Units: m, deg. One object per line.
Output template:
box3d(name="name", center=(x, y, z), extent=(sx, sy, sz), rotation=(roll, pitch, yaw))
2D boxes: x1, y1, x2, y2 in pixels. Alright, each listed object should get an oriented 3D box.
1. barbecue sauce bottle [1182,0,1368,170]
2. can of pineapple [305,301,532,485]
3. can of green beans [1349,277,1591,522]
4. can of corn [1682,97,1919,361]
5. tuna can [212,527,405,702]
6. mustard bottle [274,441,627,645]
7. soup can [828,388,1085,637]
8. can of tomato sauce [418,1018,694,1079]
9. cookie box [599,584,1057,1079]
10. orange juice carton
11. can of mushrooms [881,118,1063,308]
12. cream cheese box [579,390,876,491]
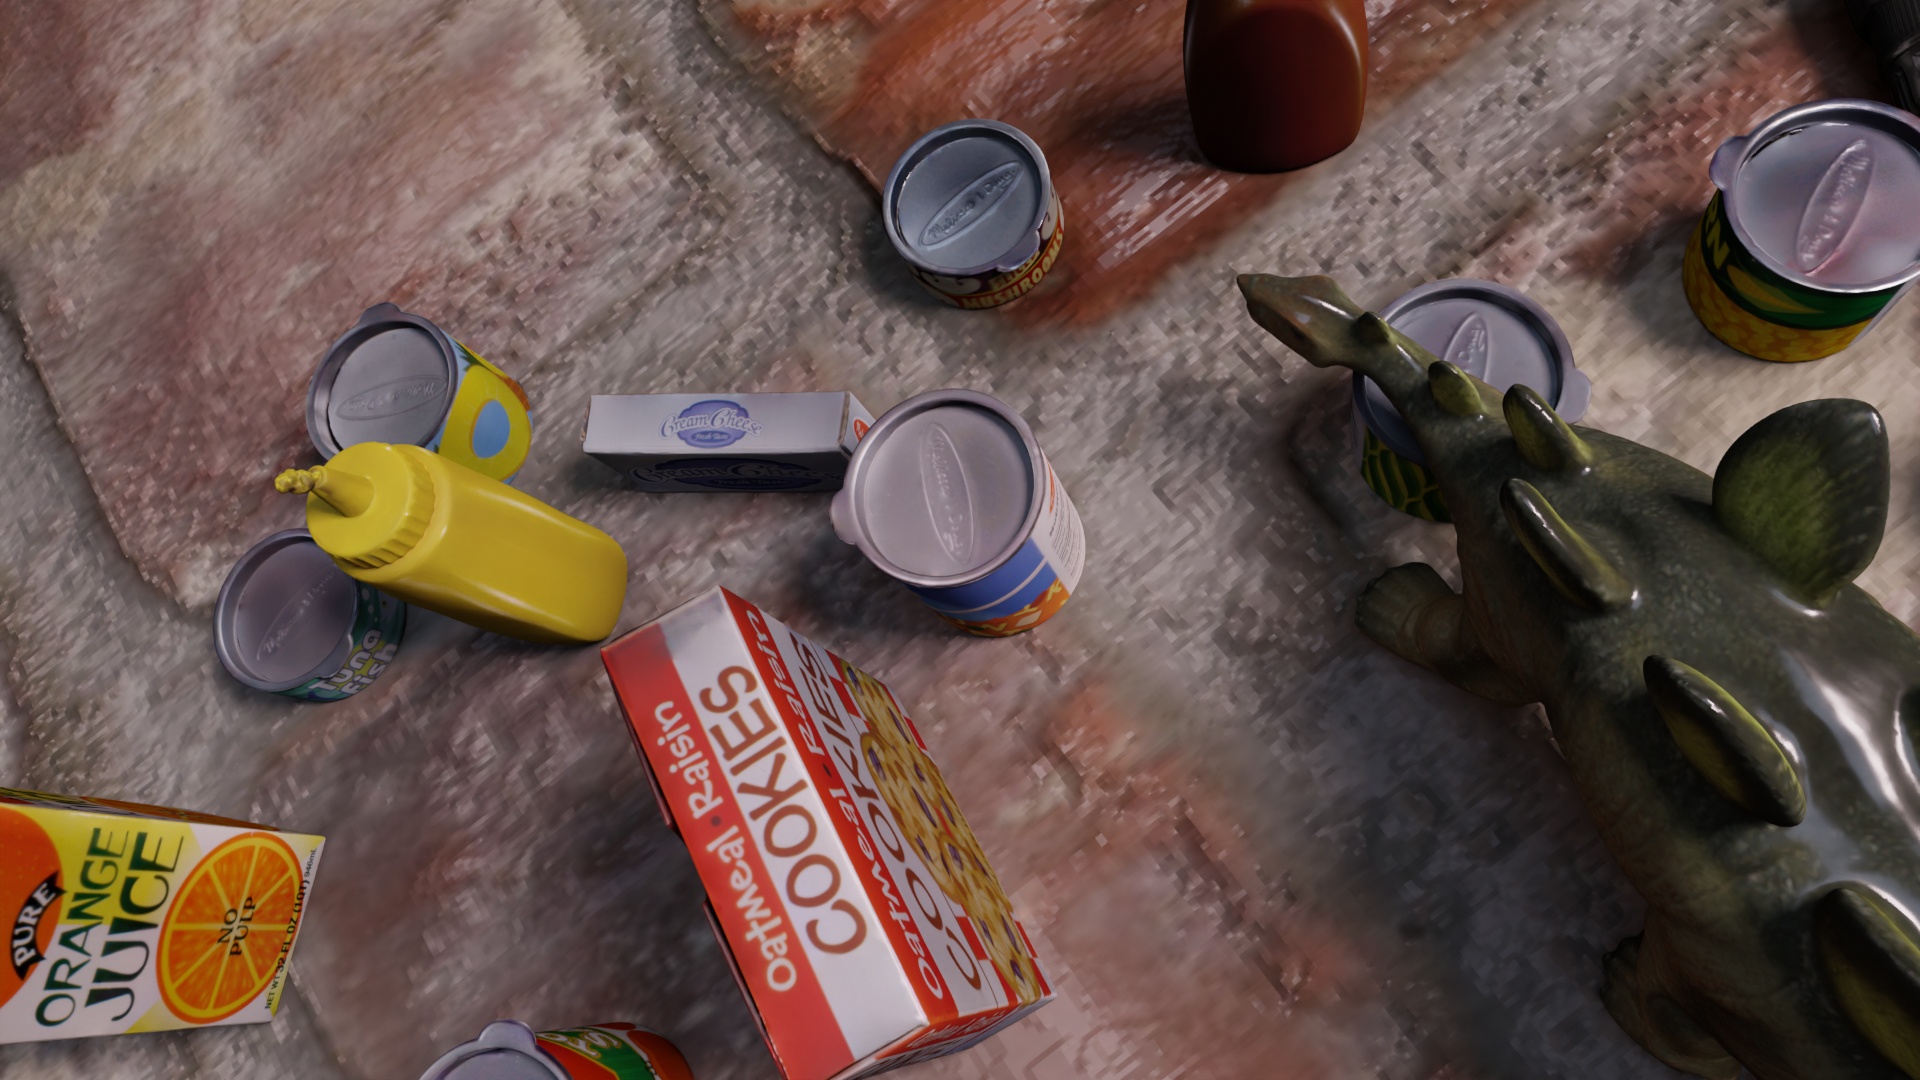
box3d(name="barbecue sauce bottle", center=(0.105, -0.180, 0.468), extent=(0.065, 0.148, 0.044), rotation=(-3, 74, 14))
box3d(name="can of pineapple", center=(-0.215, -0.052, 0.559), extent=(0.071, 0.057, 0.071), rotation=(-4, 73, 13))
box3d(name="can of green beans", center=(0.164, -0.045, 0.461), extent=(0.071, 0.057, 0.071), rotation=(-4, 73, 13))
box3d(name="can of corn", center=(0.273, -0.099, 0.449), extent=(0.071, 0.058, 0.071), rotation=(-4, 73, 13))
box3d(name="tuna can", center=(-0.259, 0.032, 0.558), extent=(0.071, 0.032, 0.071), rotation=(-4, 73, 13))
box3d(name="mustard bottle", center=(-0.174, 0.000, 0.478), extent=(0.065, 0.160, 0.049), rotation=(6, 76, 16))
box3d(name="soup can", center=(0.002, -0.006, 0.476), extent=(0.071, 0.083, 0.071), rotation=(-4, 73, 13))
box3d(name="can of tomato sauce", center=(-0.131, 0.191, 0.451), extent=(0.071, 0.083, 0.071), rotation=(-4, 73, 13))
box3d(name="cookie box", center=(-0.032, 0.091, 0.411), extent=(0.040, 0.167, 0.123), rotation=(-32, 69, 4))
box3d(name="orange juice carton", center=(-0.311, 0.121, 0.459), extent=(0.073, 0.192, 0.072), rotation=(7, 76, 16))
box3d(name="can of mushrooms", center=(0.007, -0.124, 0.537), extent=(0.071, 0.033, 0.071), rotation=(-4, 73, 13))
box3d(name="cream cheese box", center=(-0.083, -0.036, 0.523), extent=(0.104, 0.053, 0.024), rotation=(1, 75, 14))
